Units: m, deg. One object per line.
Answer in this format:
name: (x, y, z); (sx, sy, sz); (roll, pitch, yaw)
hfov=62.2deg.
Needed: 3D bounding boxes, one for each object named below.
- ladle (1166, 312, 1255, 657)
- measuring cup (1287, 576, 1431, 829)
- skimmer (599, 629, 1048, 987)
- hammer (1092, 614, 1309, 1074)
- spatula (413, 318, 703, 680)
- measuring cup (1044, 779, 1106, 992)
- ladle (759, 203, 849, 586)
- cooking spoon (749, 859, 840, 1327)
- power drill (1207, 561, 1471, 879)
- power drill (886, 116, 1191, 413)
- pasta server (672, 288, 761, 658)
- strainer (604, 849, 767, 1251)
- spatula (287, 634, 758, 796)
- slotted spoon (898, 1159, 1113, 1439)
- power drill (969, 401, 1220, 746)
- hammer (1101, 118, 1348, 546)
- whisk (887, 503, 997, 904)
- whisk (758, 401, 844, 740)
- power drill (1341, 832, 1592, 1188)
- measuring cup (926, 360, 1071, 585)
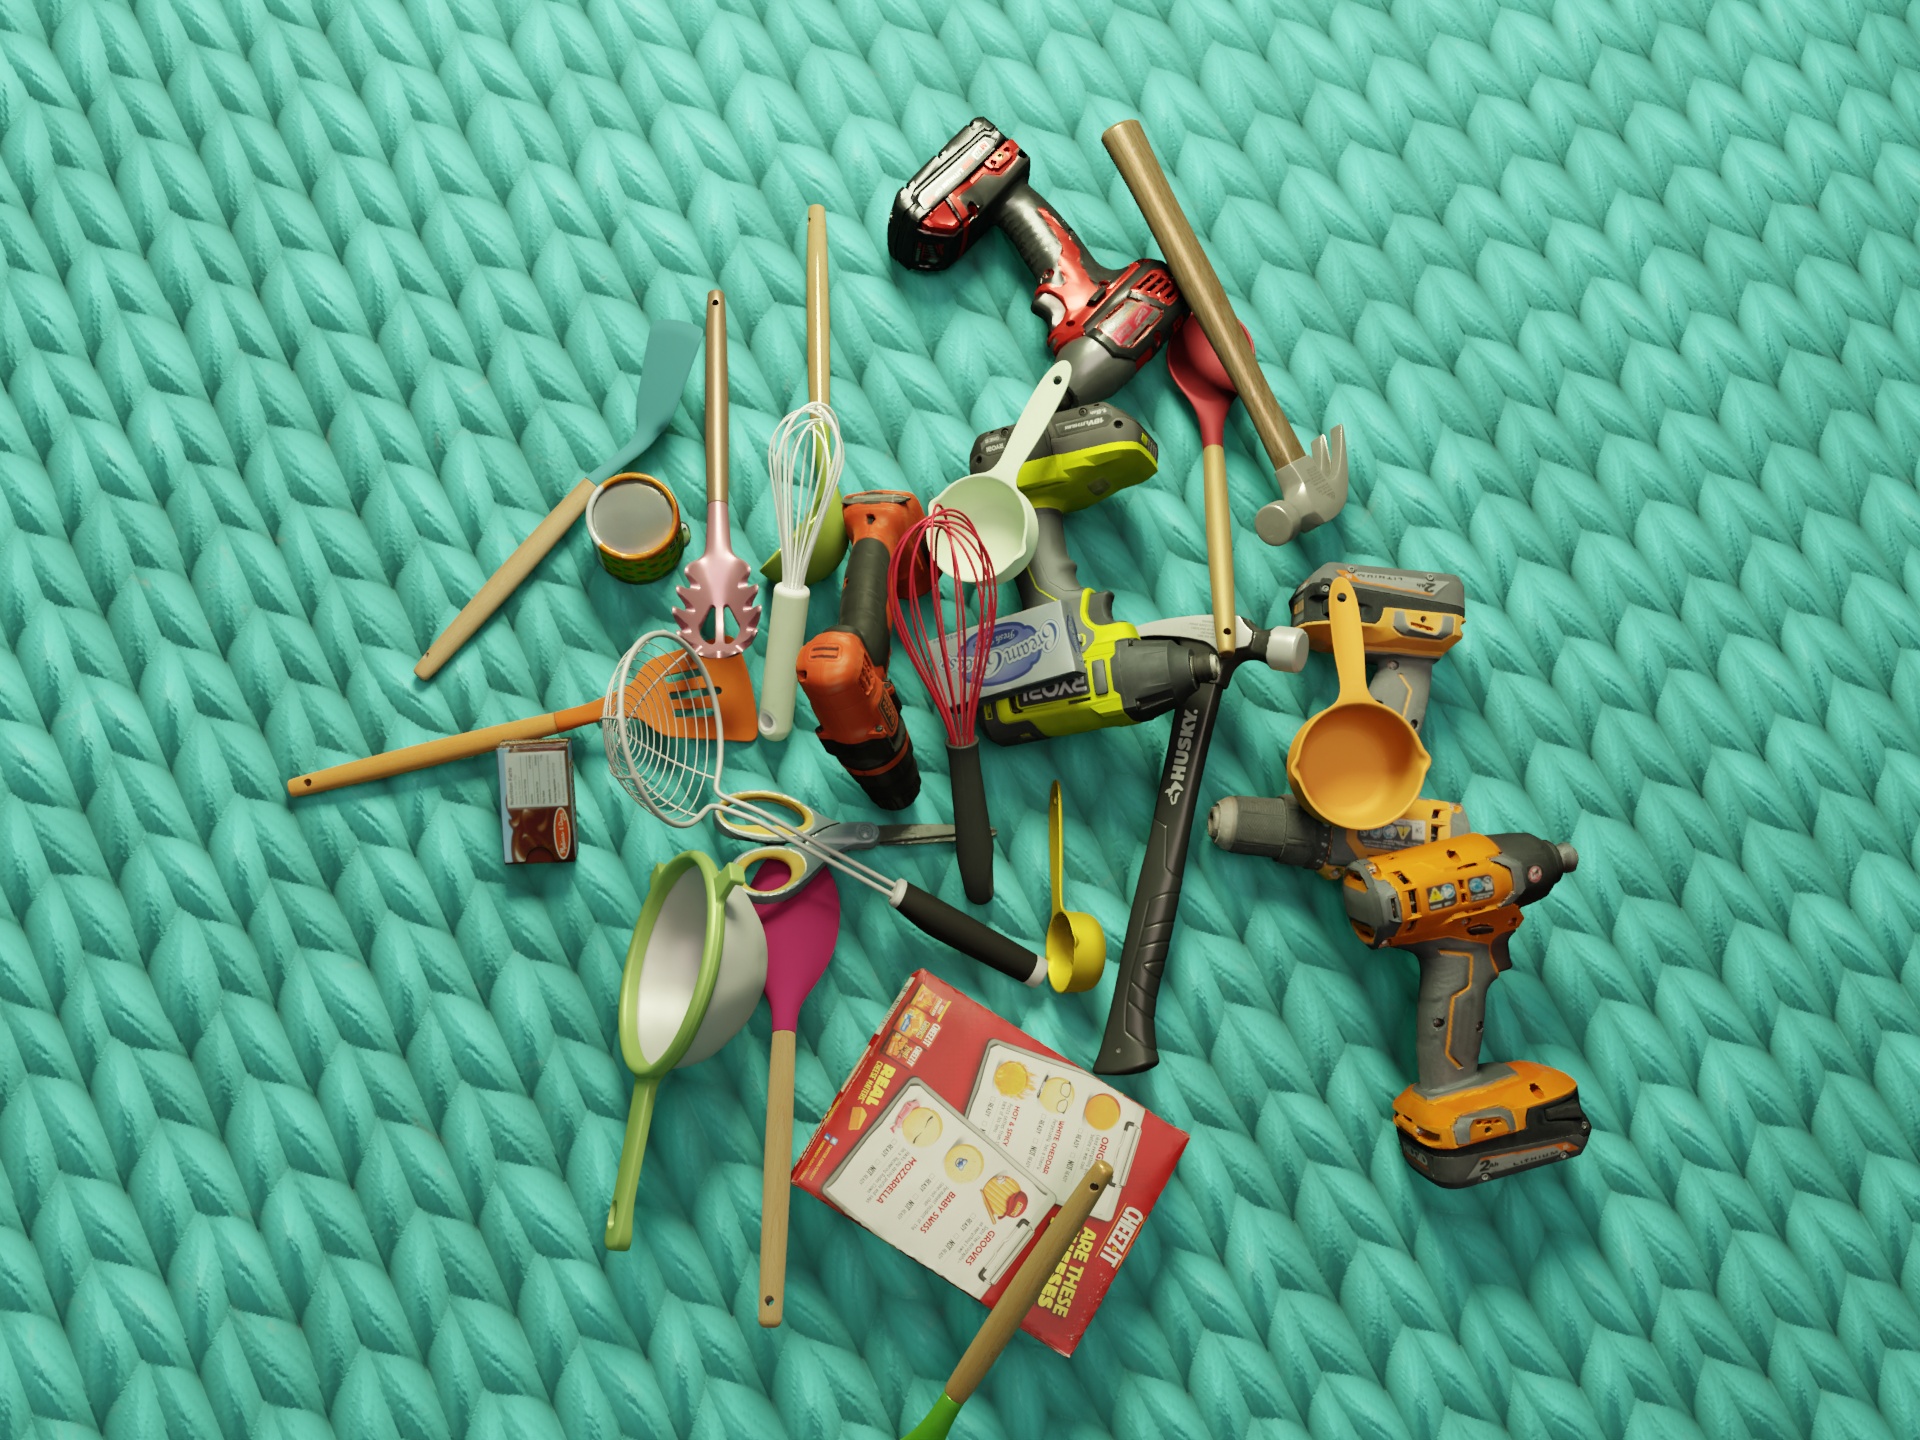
ladle: (0.190, -0.180, 1.177); (0.069, 0.031, 0.316); (1, 59, 2)
measuring cup: (0.266, -0.010, 1.100); (0.095, 0.052, 0.174); (-4, 83, -1)
skimmer: (-0.079, 0.072, 1.059); (0.363, 0.090, 0.127); (31, 40, -14)
hammer: (0.142, 0.087, 1.126); (0.146, 0.035, 0.335); (9, 83, 30)
spatula: (-0.290, -0.158, 1.146); (0.317, 0.082, 0.044); (-51, 130, -11)
measuring cup: (0.081, 0.116, 1.129); (0.029, 0.062, 0.157); (6, 66, -16)
ladle: (-0.116, -0.249, 1.184); (0.062, 0.078, 0.320); (8, 69, -29)
cooking spoon: (-0.117, 0.230, 1.045); (0.069, 0.017, 0.319); (-2, 59, 3)
power drill: (0.277, 0.004, 1.161); (0.185, 0.084, 0.226); (5, 81, -4)
power drill: (0.055, -0.338, 1.212); (0.219, 0.078, 0.143); (41, 76, 3)
pasta server: (-0.176, -0.182, 1.148); (0.060, 0.040, 0.316); (-2, 68, -6)
strainer: (-0.175, 0.216, 1.038); (0.069, 0.151, 0.256); (16, 77, -28)
spatula: (-0.306, 0.010, 1.119); (0.322, 0.041, 0.081); (-14, 80, -6)
slotted spoon: (0.012, 0.408, 1.007); (0.070, 0.031, 0.313); (31, 99, 1)
power drill: (0.090, -0.103, 1.138); (0.171, 0.080, 0.223); (-11, 76, 21)
hammer: (0.195, -0.294, 1.182); (0.130, 0.031, 0.331); (-29, 92, -45)
whisk: (-0.002, -0.003, 1.071); (0.073, 0.073, 0.295); (-11, 115, -9)
whisk: (-0.114, -0.098, 1.095); (0.058, 0.059, 0.246); (25, 117, 30)
power drill: (0.363, 0.190, 1.097); (0.164, 0.084, 0.226); (-12, 95, -9)
measuring cup: (0.039, -0.170, 1.109); (0.083, 0.038, 0.167); (30, 94, 24)
